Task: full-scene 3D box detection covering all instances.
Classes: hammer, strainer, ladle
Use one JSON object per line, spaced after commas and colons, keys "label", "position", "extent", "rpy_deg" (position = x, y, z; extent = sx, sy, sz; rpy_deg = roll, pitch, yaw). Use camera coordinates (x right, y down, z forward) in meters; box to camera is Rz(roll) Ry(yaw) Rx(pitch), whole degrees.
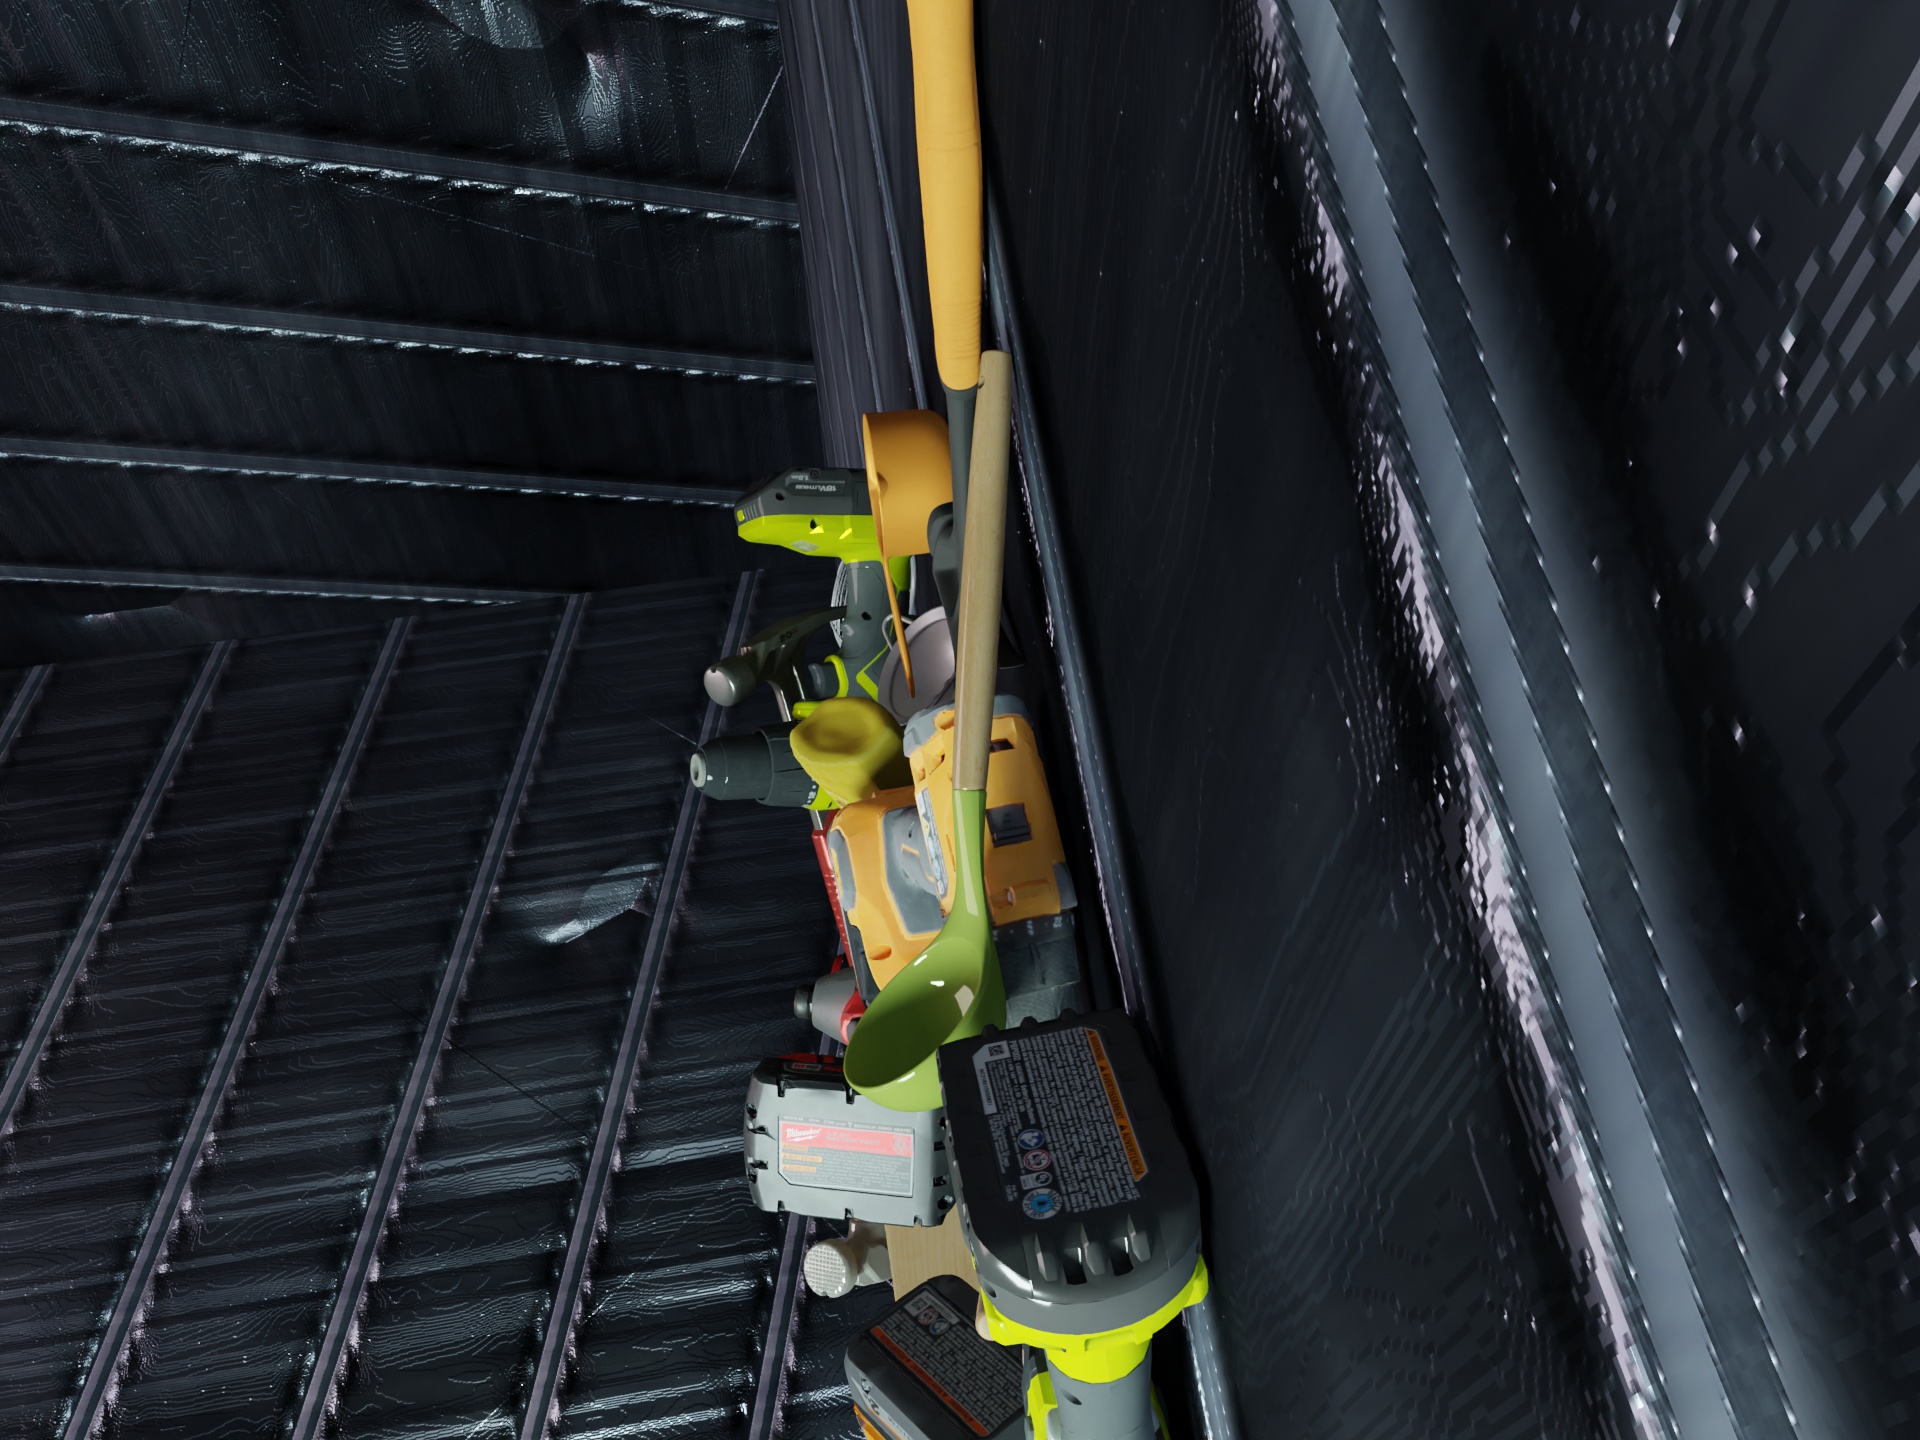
{"label": "hammer", "position": [-0.085, 0.098, 1.190], "extent": [0.149, 0.037, 0.359], "rpy_deg": [-33, -65, -46]}
{"label": "strainer", "position": [-0.002, -0.003, 0.956], "extent": [0.087, 0.050, 0.259], "rpy_deg": [-52, 26, 12]}
{"label": "ladle", "position": [-0.005, 0.002, 0.665], "extent": [0.078, 0.062, 0.320], "rpy_deg": [-1, 84, 61]}
{"label": "hammer", "position": [-0.002, -0.181, 0.717], "extent": [0.127, 0.034, 0.336], "rpy_deg": [-103, 7, -49]}
{"label": "hammer", "position": [-0.056, 0.195, 1.162], "extent": [0.146, 0.038, 0.411], "rpy_deg": [5, -96, -58]}

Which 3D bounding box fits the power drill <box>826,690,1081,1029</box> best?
{"label": "power drill", "position": [0.001, 0.100, 0.793], "extent": [0.226, 0.084, 0.185], "rpy_deg": [136, 123, -69]}

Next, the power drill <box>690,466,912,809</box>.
{"label": "power drill", "position": [-0.092, -0.052, 1.081], "extent": [0.080, 0.190, 0.228], "rpy_deg": [-5, 88, 63]}

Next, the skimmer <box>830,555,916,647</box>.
{"label": "skimmer", "position": [-0.022, -0.002, 1.228], "extent": [0.127, 0.090, 0.364], "rpy_deg": [75, 172, -53]}

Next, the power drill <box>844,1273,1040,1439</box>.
{"label": "power drill", "position": [0.034, 0.401, 0.772], "extent": [0.164, 0.084, 0.226], "rpy_deg": [19, 131, 53]}

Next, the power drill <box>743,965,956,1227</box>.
{"label": "power drill", "position": [-0.047, 0.199, 0.921], "extent": [0.220, 0.143, 0.078], "rpy_deg": [-53, -34, -74]}

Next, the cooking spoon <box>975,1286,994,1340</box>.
{"label": "cooking spoon", "position": [0.027, 0.257, 0.841], "extent": [0.069, 0.017, 0.319], "rpy_deg": [61, -175, 1]}

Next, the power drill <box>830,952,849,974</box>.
{"label": "power drill", "position": [-0.068, 0.130, 1.309], "extent": [0.188, 0.080, 0.227], "rpy_deg": [90, 180, -84]}

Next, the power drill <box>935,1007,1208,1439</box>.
{"label": "power drill", "position": [0.047, 0.229, 0.613], "extent": [0.171, 0.080, 0.223], "rpy_deg": [-108, 8, -60]}

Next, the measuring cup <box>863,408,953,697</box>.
{"label": "measuring cup", "position": [-0.021, -0.102, 0.962], "extent": [0.095, 0.052, 0.173], "rpy_deg": [-133, 33, -81]}
